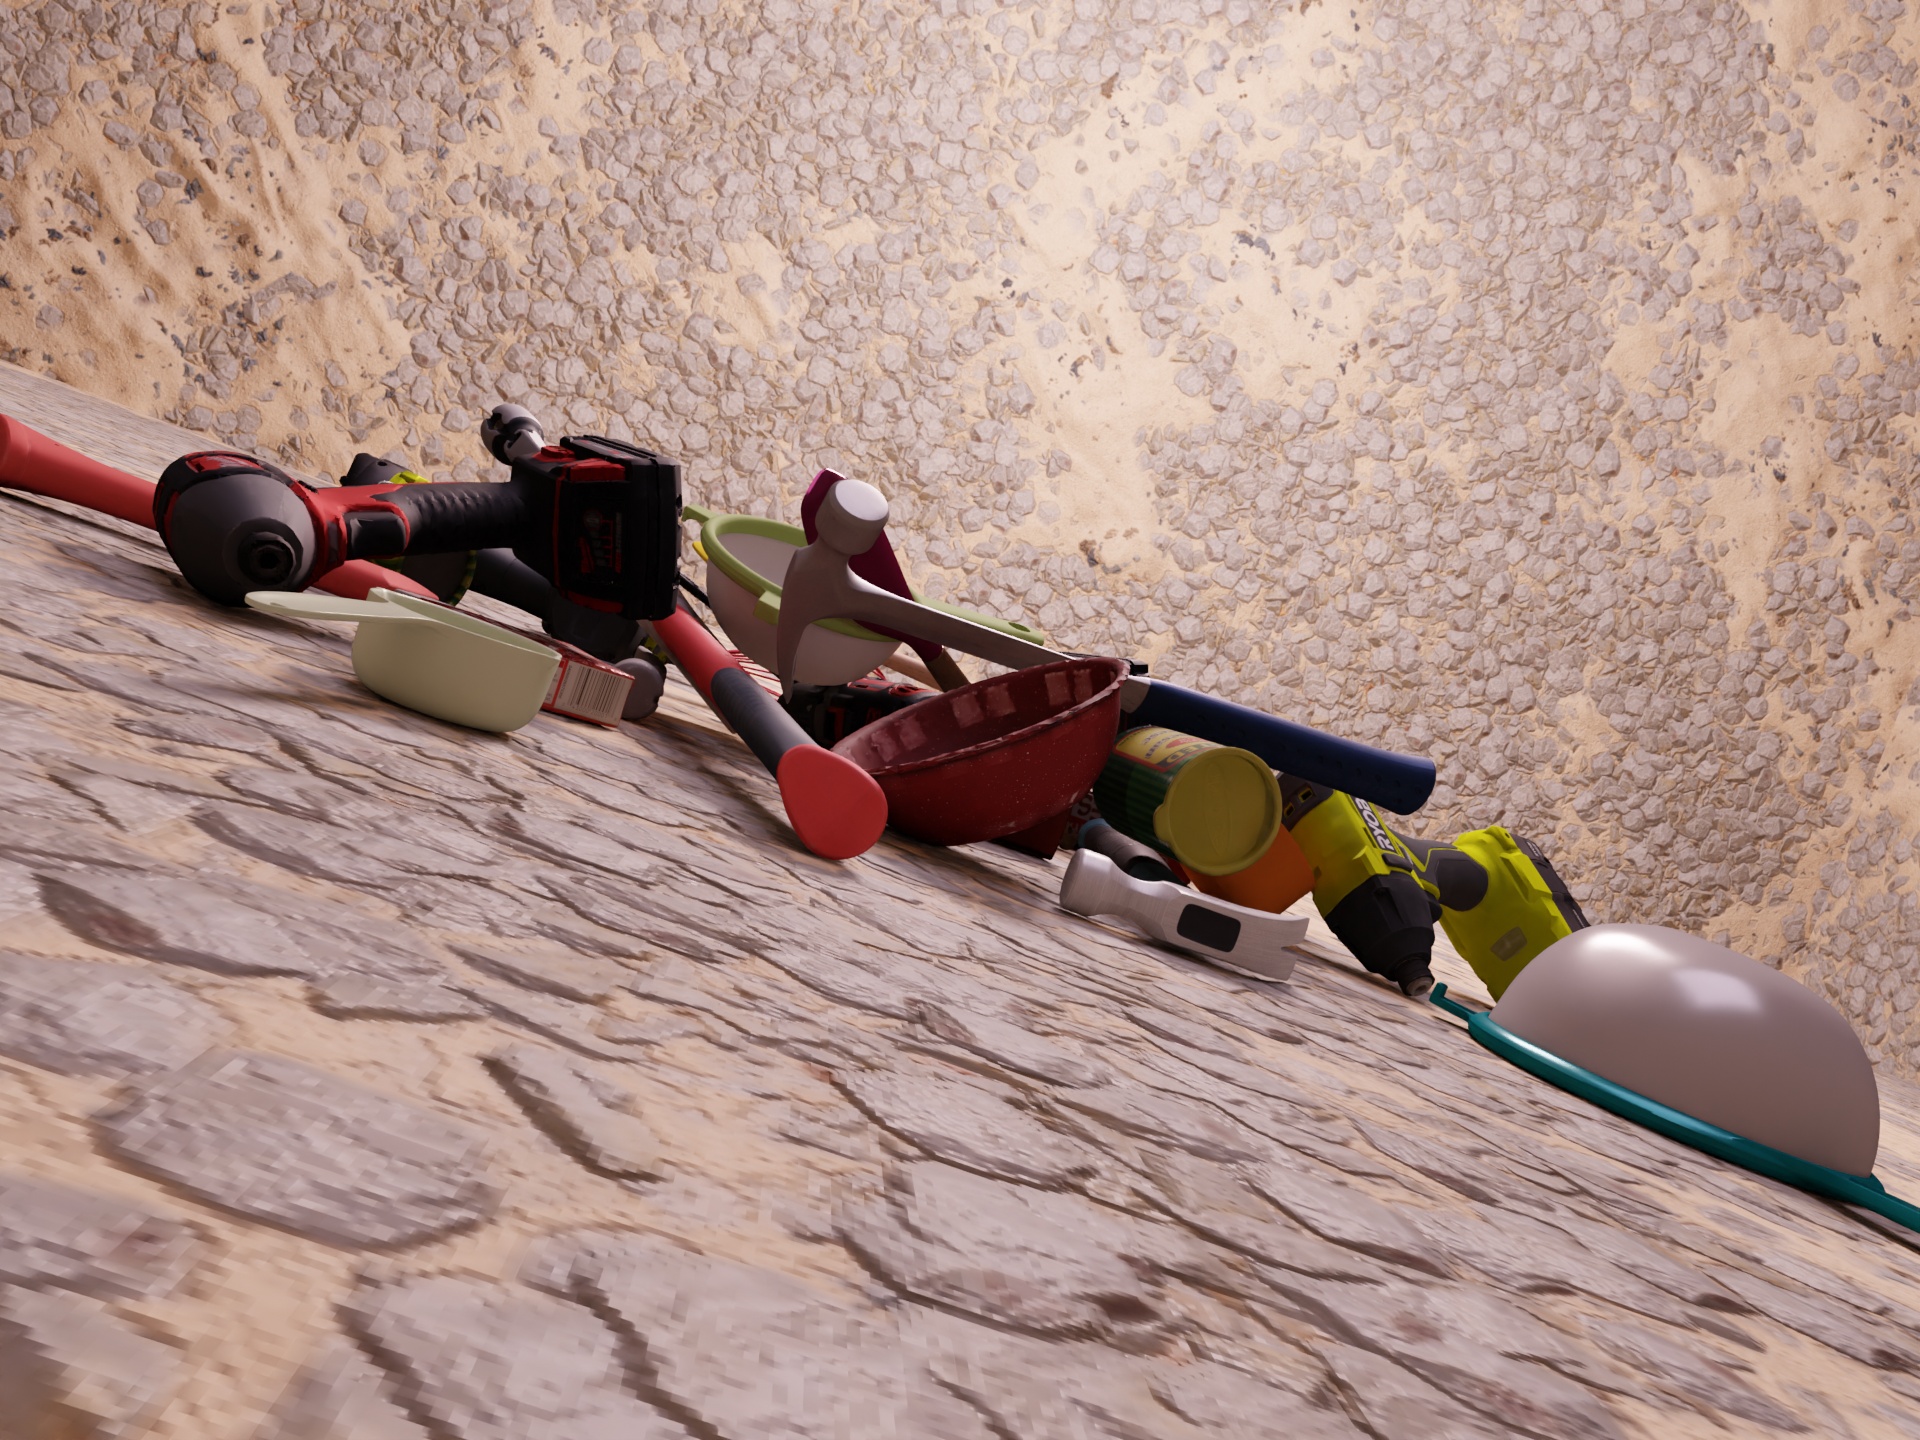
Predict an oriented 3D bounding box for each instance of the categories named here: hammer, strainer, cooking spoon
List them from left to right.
[{"bbox_3d":[-0.333,-0.079,0.861,0.359,0.037,0.149,21,2,-16],"label":"hammer"},{"bbox_3d":[-0.161,-0.073,1.120,0.149,0.036,0.408,42,0,41],"label":"hammer"},{"bbox_3d":[-0.103,-0.002,0.792,0.143,0.038,0.387,53,-7,-26],"label":"hammer"},{"bbox_3d":[-0.058,-0.056,1.014,0.256,0.069,0.152,13,23,-36],"label":"strainer"},{"bbox_3d":[-0.004,-0.024,0.958,0.017,0.069,0.318,-7,-45,35],"label":"cooking spoon"},{"bbox_3d":[0.089,-0.014,0.906,0.405,0.144,0.035,18,46,-18],"label":"hammer"},{"bbox_3d":[0.104,0.087,0.890,0.128,0.033,0.331,20,2,-3],"label":"hammer"},{"bbox_3d":[0.403,0.171,0.775,0.211,0.095,0.340,20,0,-17],"label":"strainer"}]

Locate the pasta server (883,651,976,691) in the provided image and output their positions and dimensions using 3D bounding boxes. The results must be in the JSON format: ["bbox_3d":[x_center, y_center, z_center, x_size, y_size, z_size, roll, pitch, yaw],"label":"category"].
[{"bbox_3d":[0.076,0.014,1.237,0.316,0.040,0.060,23,-20,7],"label":"pasta server"}]

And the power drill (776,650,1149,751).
[{"bbox_3d":[-0.002,-0.004,1.100,0.226,0.080,0.188,-4,8,-34],"label":"power drill"}]

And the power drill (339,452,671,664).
[{"bbox_3d":[-0.302,-0.095,1.096,0.228,0.080,0.190,23,-2,2],"label":"power drill"}]

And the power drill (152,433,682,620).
[{"bbox_3d":[-0.248,-0.089,0.740,0.219,0.078,0.143,-5,18,-31],"label":"power drill"}]

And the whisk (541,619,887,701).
[{"bbox_3d":[-0.188,-0.046,1.275,0.295,0.073,0.073,14,4,-21],"label":"whisk"}]

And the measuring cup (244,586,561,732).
[{"bbox_3d":[-0.207,-0.022,0.576,0.083,0.038,0.167,21,4,11],"label":"measuring cup"}]

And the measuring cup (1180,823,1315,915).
[{"bbox_3d":[0.155,0.078,1.015,0.095,0.052,0.174,56,-11,-19],"label":"measuring cup"}]

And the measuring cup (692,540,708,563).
[{"bbox_3d":[-0.121,-0.087,1.080,0.157,0.029,0.062,38,24,17],"label":"measuring cup"}]

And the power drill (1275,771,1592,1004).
[{"bbox_3d":[0.312,0.120,1.038,0.223,0.080,0.171,18,35,-35],"label":"power drill"}]
